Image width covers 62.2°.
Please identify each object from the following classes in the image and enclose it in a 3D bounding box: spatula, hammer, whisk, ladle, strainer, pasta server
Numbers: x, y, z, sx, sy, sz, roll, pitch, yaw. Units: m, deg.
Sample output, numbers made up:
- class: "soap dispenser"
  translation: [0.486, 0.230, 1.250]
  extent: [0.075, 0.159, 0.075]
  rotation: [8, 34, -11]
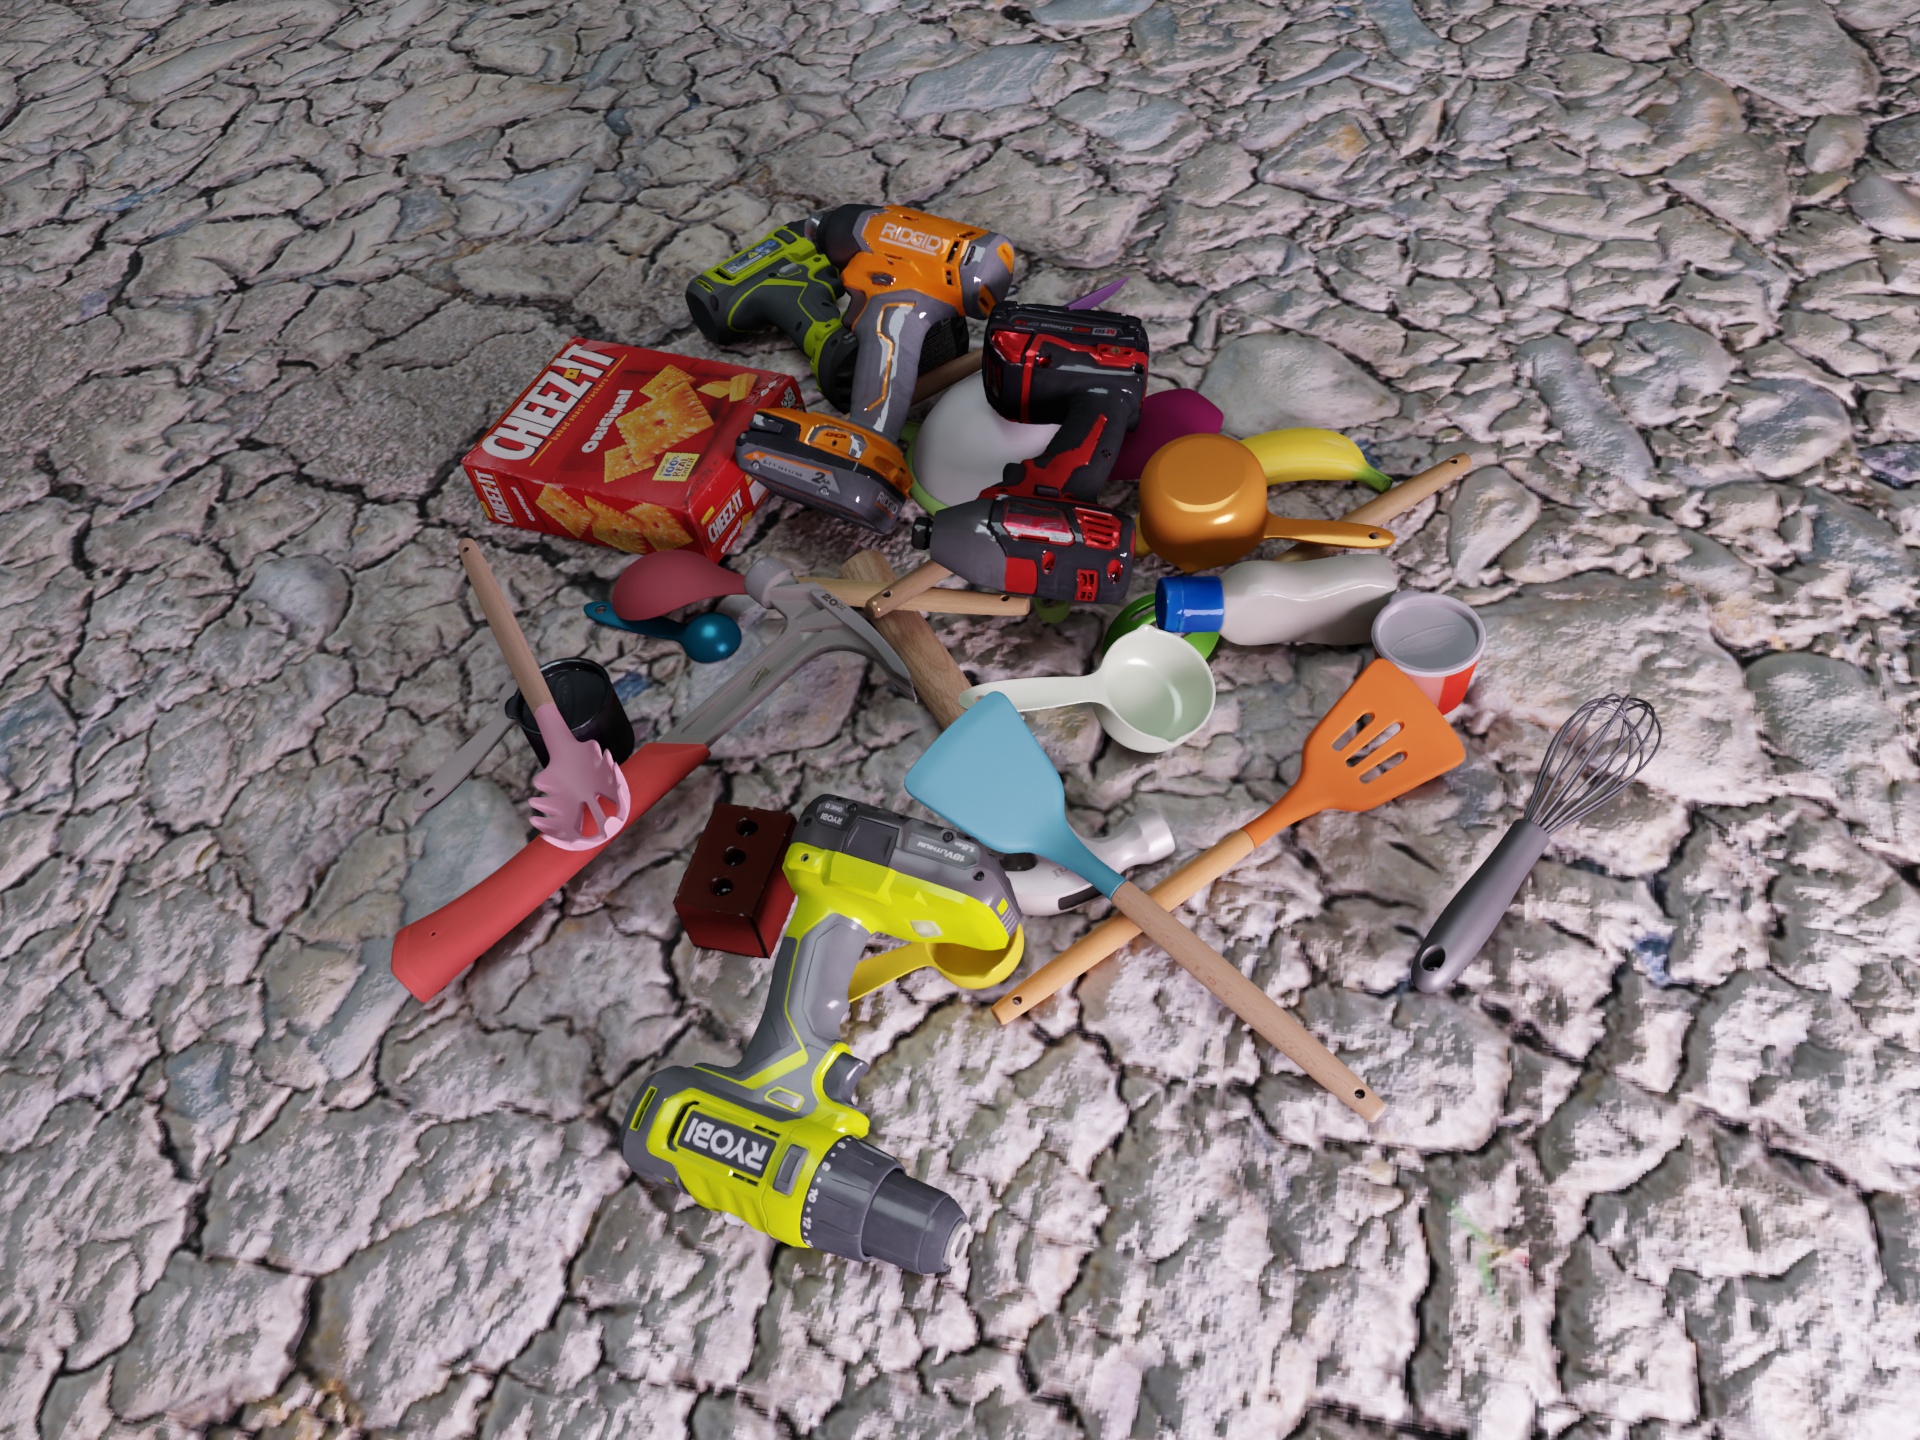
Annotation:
- class: "spatula"
  translation: [0.151, 0.080, 0.934]
  extent: [0.322, 0.041, 0.081]
  rotation: [-33, 75, -15]
- class: "hammer"
  translation: [-0.199, 0.048, 0.999]
  extent: [0.359, 0.036, 0.149]
  rotation: [-43, 63, -16]
- class: "whisk"
  translation: [0.330, 0.068, 0.915]
  extent: [0.055, 0.055, 0.239]
  rotation: [31, 66, 30]
- class: "ladle"
  translation: [-0.104, -0.089, 1.096]
  extent: [0.315, 0.031, 0.069]
  rotation: [5, 51, 19]
- class: "strainer"
  translation: [0.038, -0.178, 1.150]
  extent: [0.151, 0.069, 0.257]
  rotation: [-13, 48, -2]
- class: "spatula"
  translation: [0.000, -0.277, 1.251]
  extent: [0.316, 0.060, 0.018]
  rotation: [-30, 92, -16]
- class: "hammer"
  translation: [-0.002, -0.003, 1.037]
  extent: [0.130, 0.031, 0.332]
  rotation: [-25, 51, -12]
- class: "spatula"
  translation: [0.106, 0.109, 0.886]
  extent: [0.318, 0.044, 0.082]
  rotation: [40, 76, 22]
- class: "pasta server"
  translation: [-0.279, -0.027, 1.022]
  extent: [0.060, 0.040, 0.317]
  rotation: [-33, 52, -3]

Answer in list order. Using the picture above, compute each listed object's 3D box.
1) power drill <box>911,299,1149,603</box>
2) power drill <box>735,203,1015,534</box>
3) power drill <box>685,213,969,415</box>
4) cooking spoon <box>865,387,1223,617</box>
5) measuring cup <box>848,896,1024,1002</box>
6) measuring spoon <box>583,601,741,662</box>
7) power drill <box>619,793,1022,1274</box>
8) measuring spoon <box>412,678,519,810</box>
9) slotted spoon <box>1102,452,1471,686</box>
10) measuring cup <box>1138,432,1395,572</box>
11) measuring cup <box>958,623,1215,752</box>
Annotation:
- class: "power drill"
  translation: [0.052, -0.176, 1.061]
  extent: [0.143, 0.078, 0.220]
  rotation: [7, 56, 5]
- class: "power drill"
  translation: [-0.076, -0.266, 1.155]
  extent: [0.164, 0.084, 0.226]
  rotation: [23, 87, 21]
- class: "power drill"
  translation: [-0.101, -0.344, 1.310]
  extent: [0.171, 0.080, 0.223]
  rotation: [-36, 51, -18]
- class: "cooking spoon"
  translation: [0.062, -0.153, 1.100]
  extent: [0.319, 0.017, 0.069]
  rotation: [-34, 63, -24]
- class: "measuring cup"
  translation: [-0.036, 0.148, 0.927]
  extent: [0.156, 0.029, 0.062]
  rotation: [-24, 53, 5]
- class: "measuring spoon"
  translation: [-0.217, -0.073, 1.137]
  extent: [0.129, 0.021, 0.042]
  rotation: [14, 54, 18]
- class: "power drill"
  translation: [-0.054, 0.169, 0.856]
  extent: [0.191, 0.080, 0.229]
  rotation: [15, 67, 22]
- class: "measuring spoon"
  translation: [-0.332, 0.013, 1.088]
  extent: [0.034, 0.018, 0.124]
  rotation: [23, 59, 26]
- class: "slotted spoon"
  translation: [0.230, -0.113, 1.091]
  extent: [0.314, 0.031, 0.070]
  rotation: [-30, 57, -16]
- class: "measuring cup"
  translation: [0.203, -0.146, 1.063]
  extent: [0.174, 0.052, 0.095]
  rotation: [10, 60, 19]
- class: "measuring cup"
  translation: [0.076, -0.013, 0.997]
  extent: [0.167, 0.038, 0.083]
  rotation: [-5, 69, -15]
